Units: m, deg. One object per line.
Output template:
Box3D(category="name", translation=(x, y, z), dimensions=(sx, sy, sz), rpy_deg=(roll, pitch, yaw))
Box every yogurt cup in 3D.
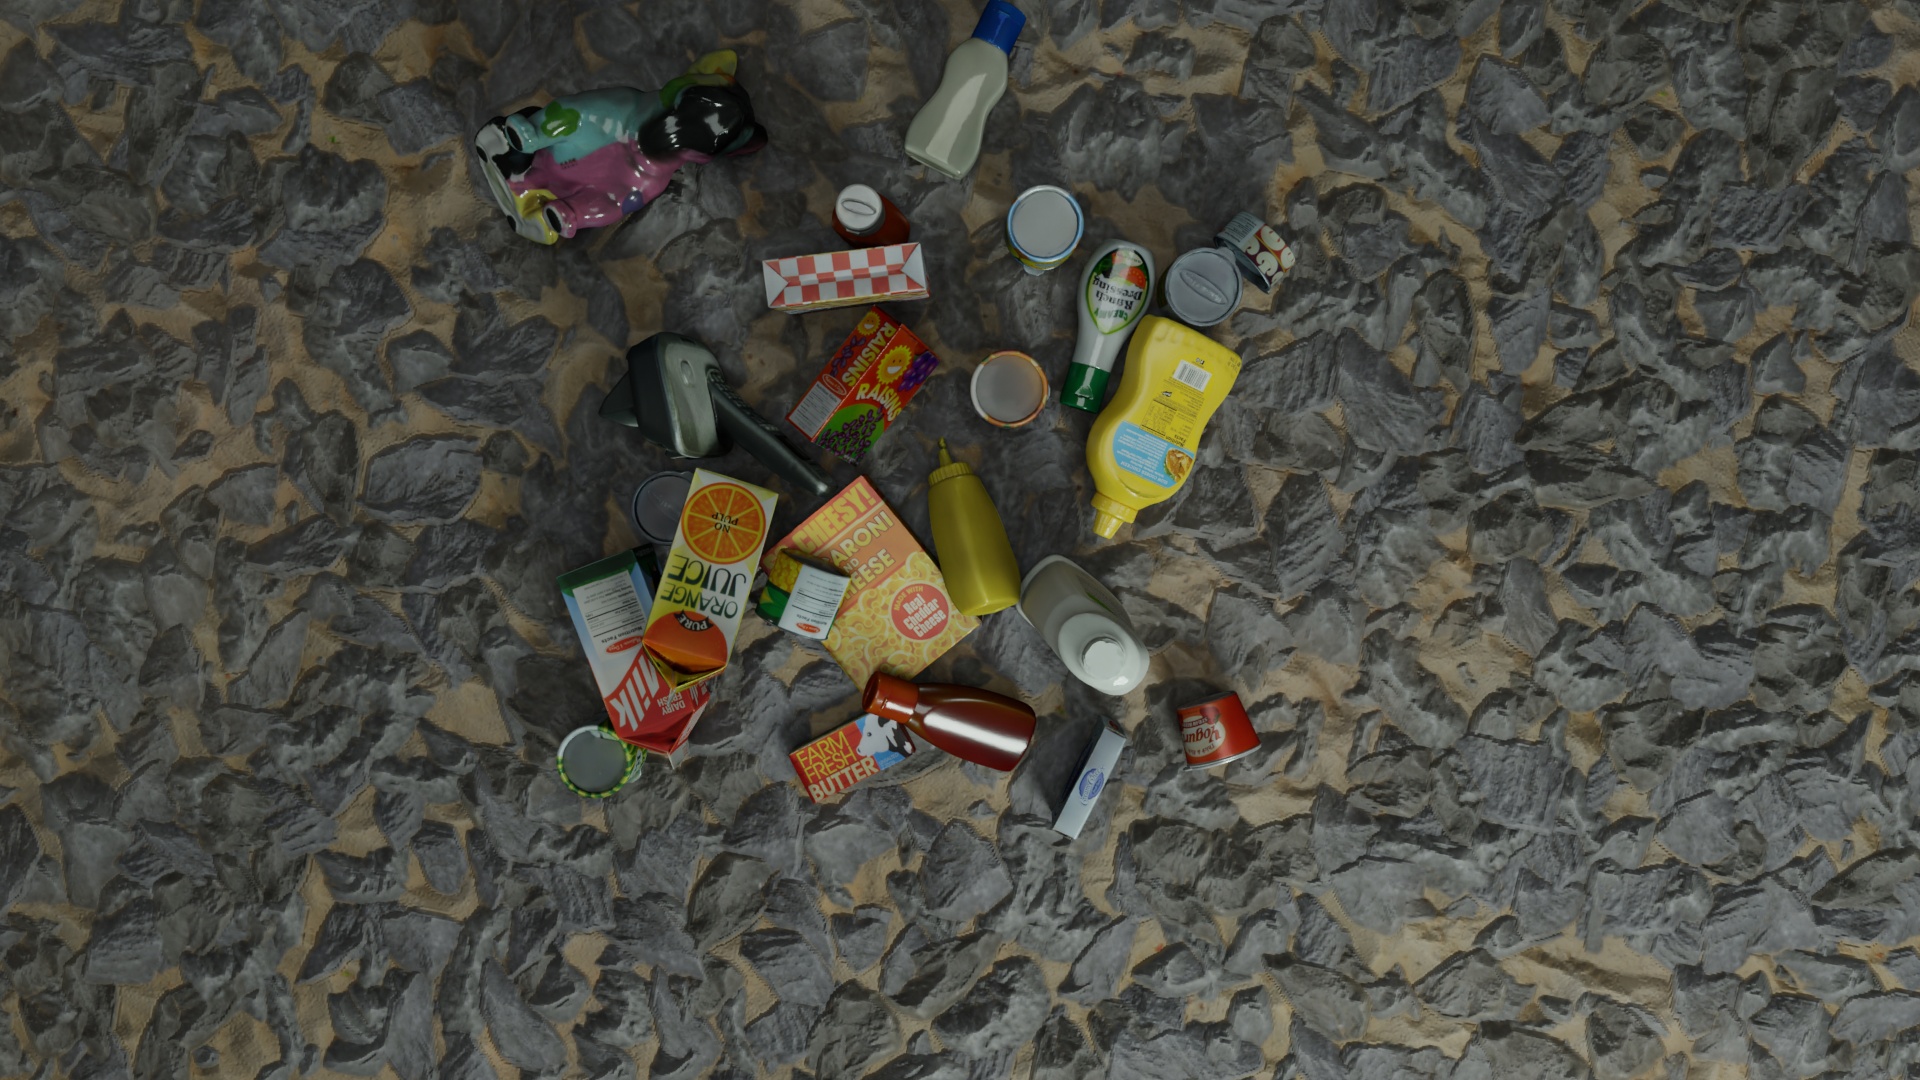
Box3D(category="yogurt cup", translation=(0.224, 0.165, 1.219), dimensions=(0.072, 0.072, 0.054), rpy_deg=(-18, 86, 2))

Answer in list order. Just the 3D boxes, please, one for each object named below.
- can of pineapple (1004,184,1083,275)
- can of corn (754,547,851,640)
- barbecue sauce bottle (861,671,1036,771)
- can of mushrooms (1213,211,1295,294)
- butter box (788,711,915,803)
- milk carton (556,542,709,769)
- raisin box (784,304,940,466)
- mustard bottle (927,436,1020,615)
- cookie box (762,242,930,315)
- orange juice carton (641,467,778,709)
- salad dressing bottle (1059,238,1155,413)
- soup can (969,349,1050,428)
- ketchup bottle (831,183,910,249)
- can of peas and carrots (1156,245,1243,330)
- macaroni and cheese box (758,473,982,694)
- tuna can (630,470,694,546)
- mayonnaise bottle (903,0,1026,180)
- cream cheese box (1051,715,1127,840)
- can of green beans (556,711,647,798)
Box3D(category="can of pineapple", translation=(0.071, -0.266, 1.191), dimensions=(0.071, 0.058, 0.071), rpy_deg=(0, 95, 0))
Box3D(category="can of corn", translation=(-0.133, 0.044, 1.172), dimensions=(0.071, 0.071, 0.058), rpy_deg=(23, 95, -1))
Box3D(category="barbecue sauce bottle", translation=(-0.011, 0.152, 1.207), dimensions=(0.148, 0.044, 0.064), rpy_deg=(20, 104, -19))
Box3D(category="can of mushrooms", translation=(0.253, -0.246, 1.188), dimensions=(0.071, 0.071, 0.033), rpy_deg=(44, 93, -3))
Box3D(category="butter box", translation=(-0.097, 0.188, 1.242), dimensions=(0.103, 0.024, 0.053), rpy_deg=(-28, 93, 2))
Box3D(category="milk carton", translation=(-0.277, 0.105, 1.215), dimensions=(0.073, 0.072, 0.190), rpy_deg=(-20, 93, 2))
Box3D(category="raisin box", translation=(-0.081, -0.130, 1.186), dimensions=(0.040, 0.086, 0.123), rpy_deg=(40, 94, 26))
Box3D(category="mustard bottle", translation=(0.004, -0.015, 1.206), dimensions=(0.048, 0.065, 0.160), rpy_deg=(-28, 71, 37))
Box3D(category="cookie box", translation=(-0.089, -0.215, 1.142), dimensions=(0.123, 0.167, 0.040), rpy_deg=(-7, 97, 1))
Box3D(category="orange juice carton", translation=(-0.214, 0.045, 1.151), dimensions=(0.073, 0.071, 0.193), rpy_deg=(17, 76, -9))
Box3D(category="salad dressing bottle", translation=(0.124, -0.185, 1.203), dimensions=(0.064, 0.044, 0.147), rpy_deg=(17, 94, -3))
Box3D(category="soup can", translation=(0.044, -0.129, 1.188), dimensions=(0.071, 0.084, 0.071), rpy_deg=(0, 94, 0))
Box3D(category="ketchup bottle", translation=(-0.077, -0.265, 1.147), dimensions=(0.065, 0.149, 0.043), rpy_deg=(17, 96, -1))
Box3D(category="can of peas and carrots", translation=(0.206, -0.217, 1.193), dimensions=(0.071, 0.059, 0.071), rpy_deg=(0, 94, 0))
Box3D(category="macaroni and cheese box", translation=(-0.080, 0.043, 1.224), dimensions=(0.123, 0.040, 0.166), rpy_deg=(-39, 93, 4))
Box3D(category="tuna can", translation=(-0.253, -0.031, 1.224), dimensions=(0.071, 0.033, 0.071), rpy_deg=(0, 94, 1))
Box3D(category="mayonnaise bottle", translation=(0.008, -0.389, 1.192), dimensions=(0.065, 0.041, 0.148), rpy_deg=(27, 93, -3))
Box3D(category="cream cheese box", translation=(0.113, 0.209, 1.227), dimensions=(0.024, 0.053, 0.103), rpy_deg=(26, 94, 1))
Box3D(category="can of green beans", translation=(-0.316, 0.189, 1.228), dimensions=(0.071, 0.058, 0.071), rpy_deg=(0, 95, 1))
